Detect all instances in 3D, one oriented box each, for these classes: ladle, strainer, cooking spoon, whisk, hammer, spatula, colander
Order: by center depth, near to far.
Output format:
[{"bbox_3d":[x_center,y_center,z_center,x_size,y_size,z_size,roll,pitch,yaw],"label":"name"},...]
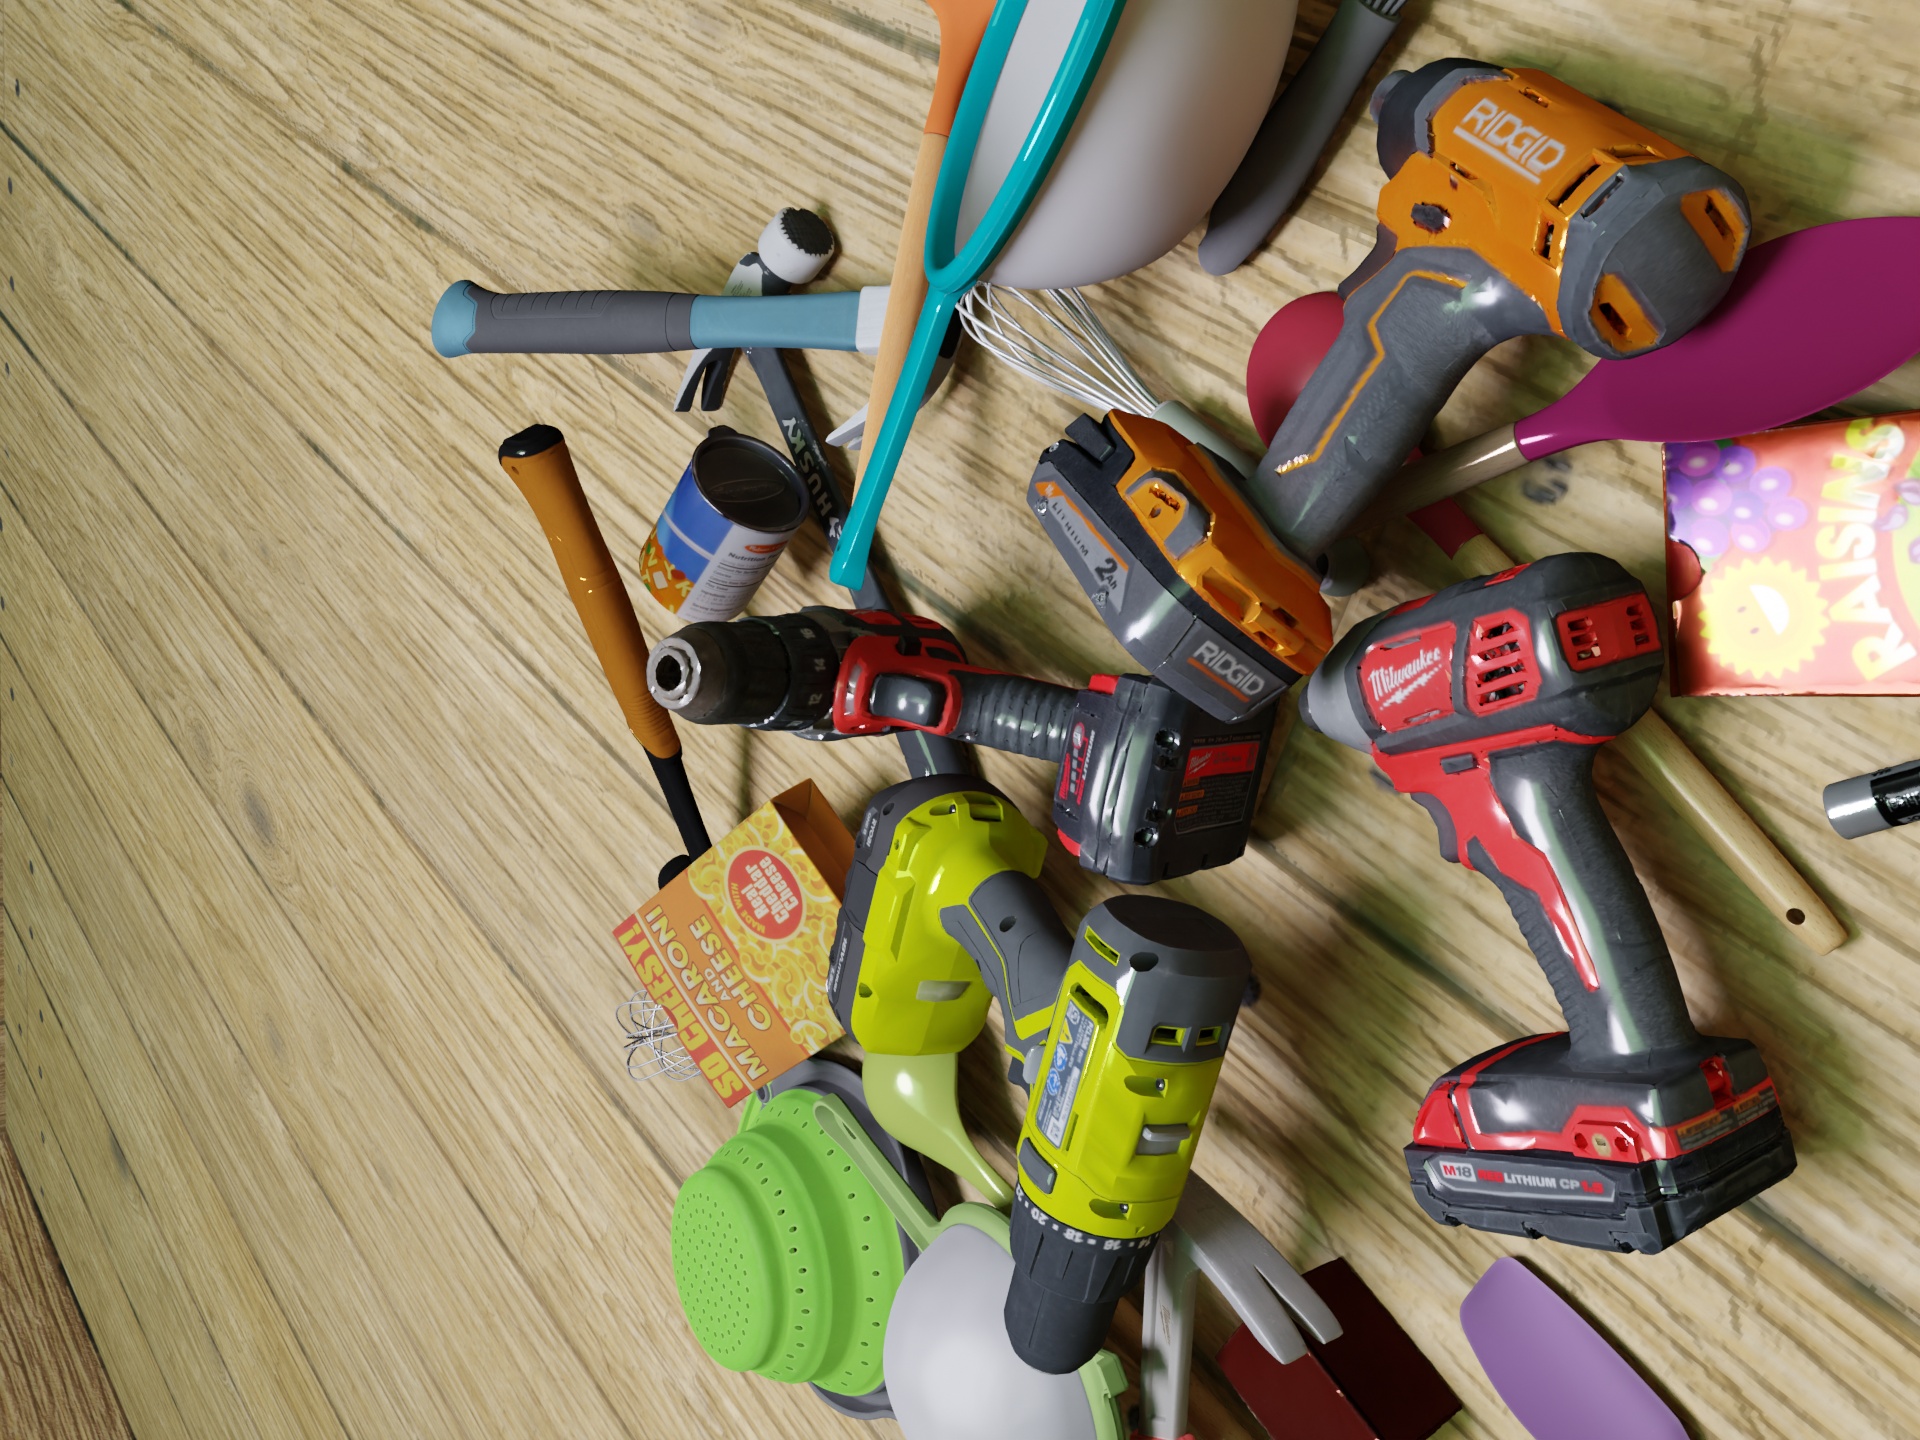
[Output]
[{"bbox_3d":[0.299,0.321,0.551,0.316,0.018,0.059,45,128,34],"label":"spatula"},{"bbox_3d":[0.177,-0.089,0.562,0.319,0.017,0.069,-20,54,45],"label":"cooking spoon"},{"bbox_3d":[0.202,-0.044,0.582,0.316,0.031,0.069,55,131,23],"label":"ladle"},{"bbox_3d":[0.151,-0.262,0.583,0.055,0.055,0.238,57,138,24],"label":"whisk"},{"bbox_3d":[0.044,-0.196,0.633,0.211,0.095,0.340,-108,38,-65],"label":"strainer"},{"bbox_3d":[0.080,-0.132,0.683,0.247,0.059,0.057,45,138,26],"label":"whisk"},{"bbox_3d":[0.095,0.355,0.715,0.149,0.036,0.358,36,133,51],"label":"hammer"},{"bbox_3d":[-0.018,-0.246,0.731,0.081,0.041,0.322,12,95,12],"label":"spatula"},{"bbox_3d":[-0.023,0.280,0.773,0.257,0.069,0.151,42,139,41],"label":"strainer"},{"bbox_3d":[0.061,0.264,0.792,0.320,0.062,0.078,42,130,26],"label":"ladle"},{"bbox_3d":[-0.148,-0.211,0.837,0.331,0.033,0.128,7,94,27],"label":"hammer"},{"bbox_3d":[-0.051,-0.061,0.848,0.149,0.036,0.409,-37,71,46],"label":"hammer"},{"bbox_3d":[-0.061,0.355,0.861,0.398,0.094,0.204,51,131,37],"label":"colander"},{"bbox_3d":[-0.177,-0.008,0.898,0.127,0.034,0.336,18,135,44],"label":"hammer"},{"bbox_3d":[-0.117,0.172,0.950,0.284,0.070,0.070,-22,81,42],"label":"whisk"}]

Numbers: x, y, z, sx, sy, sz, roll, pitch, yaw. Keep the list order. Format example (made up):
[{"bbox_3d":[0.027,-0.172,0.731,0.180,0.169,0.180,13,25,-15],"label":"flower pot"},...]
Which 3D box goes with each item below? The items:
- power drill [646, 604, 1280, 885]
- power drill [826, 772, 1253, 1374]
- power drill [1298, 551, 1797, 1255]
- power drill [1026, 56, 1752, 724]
[{"bbox_3d":[-0.001,-0.002,0.674,0.227,0.187,0.080,17,100,31],"label":"power drill"},{"bbox_3d":[0.022,0.136,0.675,0.229,0.080,0.190,39,118,58],"label":"power drill"},{"bbox_3d":[0.192,0.061,0.556,0.143,0.078,0.220,-18,86,60],"label":"power drill"},{"bbox_3d":[0.132,-0.127,0.557,0.226,0.084,0.164,-45,41,17],"label":"power drill"}]
